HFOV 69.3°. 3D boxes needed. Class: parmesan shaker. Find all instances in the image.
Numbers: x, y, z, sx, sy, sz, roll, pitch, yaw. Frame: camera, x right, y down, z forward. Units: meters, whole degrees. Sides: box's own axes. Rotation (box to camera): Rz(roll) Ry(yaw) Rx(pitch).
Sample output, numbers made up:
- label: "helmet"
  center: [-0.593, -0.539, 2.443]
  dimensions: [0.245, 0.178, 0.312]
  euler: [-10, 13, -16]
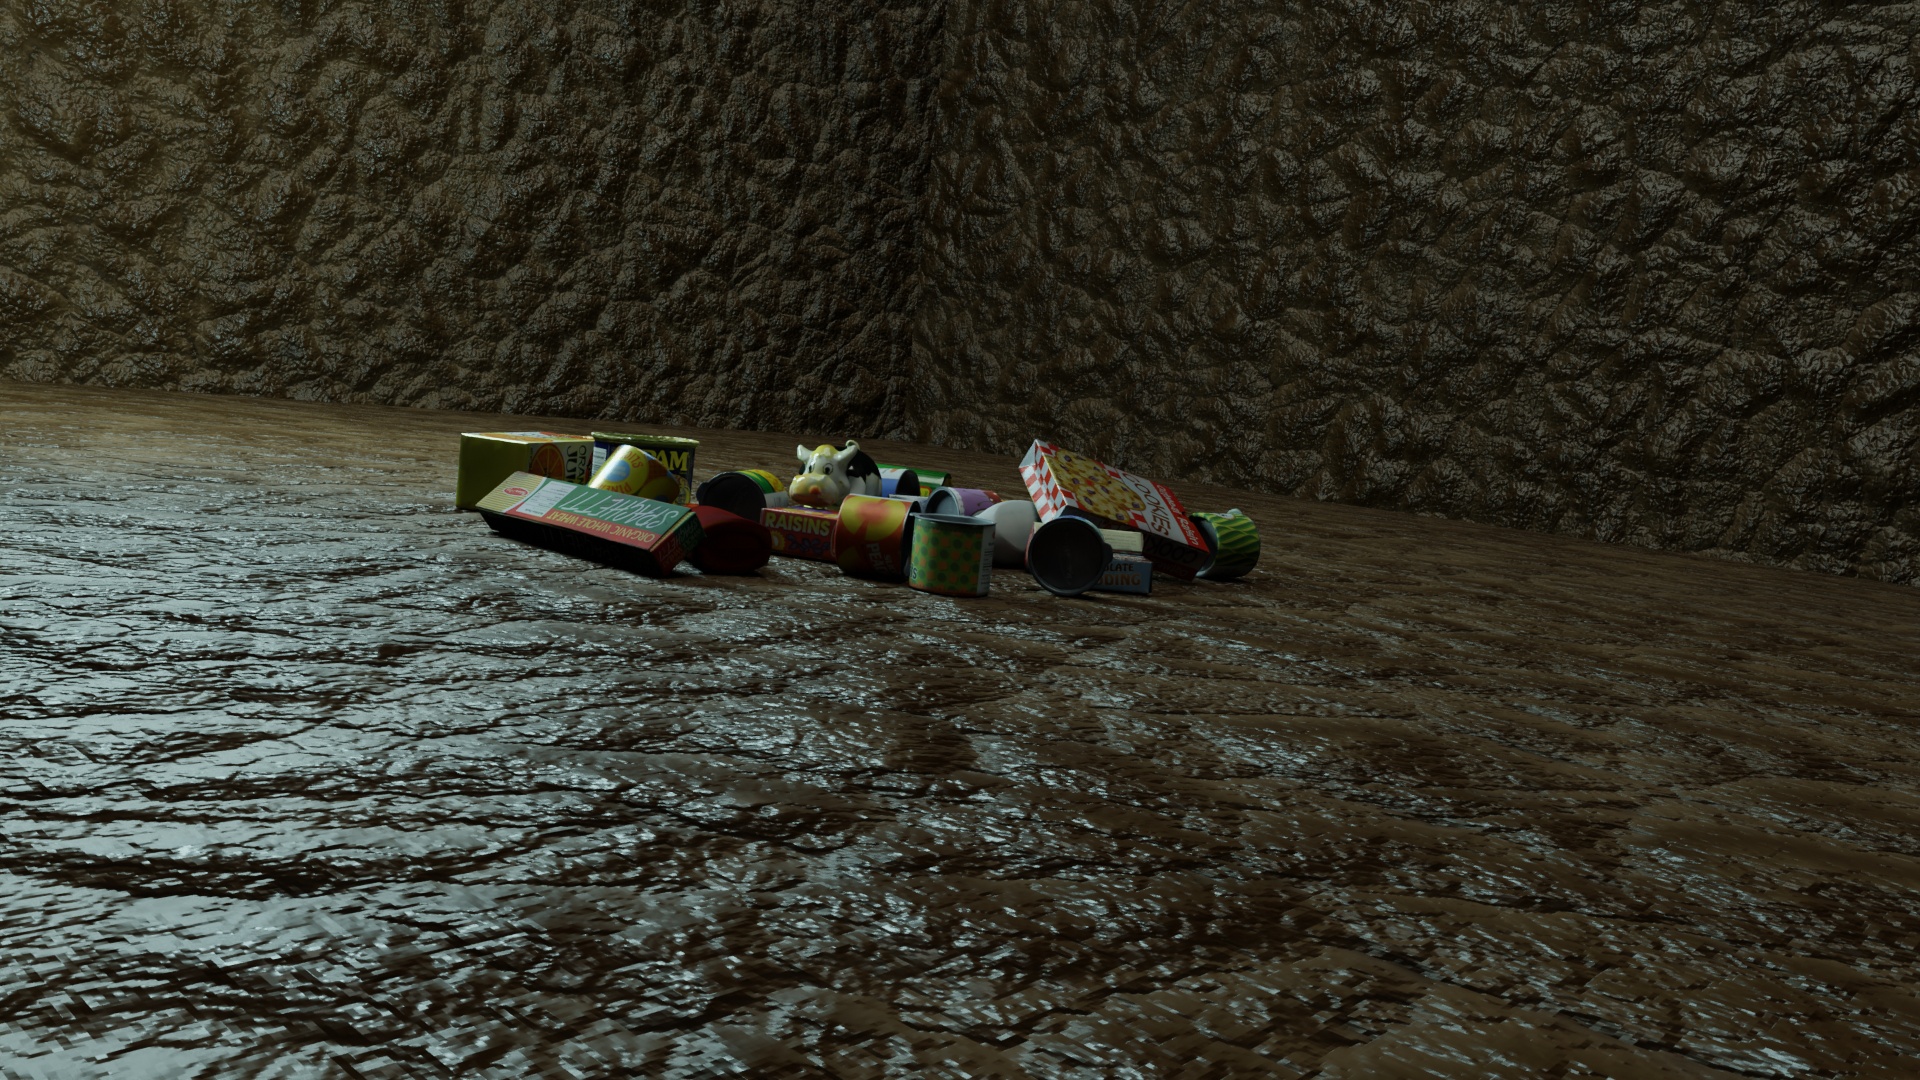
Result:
- label: "parmesan shaker"
  center: [-0.066, -0.056, 1.628]
  dimensions: [0.103, 0.071, 0.071]
  euler: [8, 6, 12]

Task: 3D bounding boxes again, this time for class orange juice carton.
- label: "orange juice carton"
  center: [-0.416, -0.069, 1.387]
  dimensions: [0.073, 0.071, 0.193]
  euler: [8, 6, 12]

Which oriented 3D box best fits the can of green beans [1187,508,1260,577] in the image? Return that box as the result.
- label: "can of green beans"
  center: [0.261, 0.005, 1.414]
  dimensions: [0.058, 0.071, 0.071]
  euler: [2, 7, -35]

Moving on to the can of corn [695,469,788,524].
- label: "can of corn"
  center: [-0.200, -0.033, 1.273]
  dimensions: [0.071, 0.071, 0.058]
  euler: [8, 7, 13]

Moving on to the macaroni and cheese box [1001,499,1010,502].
- label: "macaroni and cheese box"
  center: [0.032, -0.022, 1.554]
  dimensions: [0.124, 0.040, 0.167]
  euler: [8, 6, 11]

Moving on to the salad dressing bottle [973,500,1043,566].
- label: "salad dressing bottle"
  center: [0.025, -0.004, 1.310]
  dimensions: [0.148, 0.064, 0.043]
  euler: [-6, -26, -37]

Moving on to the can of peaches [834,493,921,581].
- label: "can of peaches"
  center: [-0.068, -0.002, 1.150]
  dimensions: [0.058, 0.071, 0.071]
  euler: [7, 6, 11]

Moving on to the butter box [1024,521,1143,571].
- label: "butter box"
  center: [0.113, 0.011, 1.281]
  dimensions: [0.103, 0.024, 0.052]
  euler: [6, -34, -5]

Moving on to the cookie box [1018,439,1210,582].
- label: "cookie box"
  center: [0.150, -0.030, 1.359]
  dimensions: [0.167, 0.040, 0.123]
  euler: [18, 28, -24]

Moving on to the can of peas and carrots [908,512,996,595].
- label: "can of peas and carrots"
  center: [-0.009, 0.011, 1.114]
  dimensions: [0.071, 0.058, 0.071]
  euler: [6, 5, 0]

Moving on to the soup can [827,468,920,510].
- label: "soup can"
  center: [-0.094, -0.043, 1.509]
  dimensions: [0.084, 0.071, 0.071]
  euler: [3, 4, 22]

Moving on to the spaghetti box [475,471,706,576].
- label: "spaghetti box"
  center: [-0.298, -0.016, 1.103]
  dimensions: [0.250, 0.028, 0.050]
  euler: [11, 48, 41]

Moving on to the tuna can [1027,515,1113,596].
- label: "tuna can"
  center: [0.093, 0.012, 1.163]
  dimensions: [0.071, 0.071, 0.033]
  euler: [7, 5, 8]

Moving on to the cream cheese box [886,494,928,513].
- label: "cream cheese box"
  center: [-0.029, -0.021, 1.437]
  dimensions: [0.104, 0.024, 0.053]
  euler: [5, -32, -9]

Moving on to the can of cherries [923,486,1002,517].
- label: "can of cherries"
  center: [0.005, -0.017, 1.369]
  dimensions: [0.058, 0.071, 0.071]
  euler: [4, 6, -34]

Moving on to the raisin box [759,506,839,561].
- label: "raisin box"
  center: [-0.108, -0.004, 1.243]
  dimensions: [0.123, 0.040, 0.086]
  euler: [9, 6, 16]

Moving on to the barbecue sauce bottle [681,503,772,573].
- label: "barbecue sauce bottle"
  center: [-0.204, -0.005, 1.133]
  dimensions: [0.065, 0.043, 0.148]
  euler: [1, 7, -25]

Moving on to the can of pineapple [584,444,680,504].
- label: "can of pineapple"
  center: [-0.280, -0.040, 1.171]
  dimensions: [0.071, 0.058, 0.070]
  euler: [26, -27, 15]

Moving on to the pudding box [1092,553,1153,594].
- label: "pudding box"
  center: [0.126, 0.027, 1.233]
  dimensions: [0.084, 0.030, 0.050]
  euler: [6, 5, -3]
